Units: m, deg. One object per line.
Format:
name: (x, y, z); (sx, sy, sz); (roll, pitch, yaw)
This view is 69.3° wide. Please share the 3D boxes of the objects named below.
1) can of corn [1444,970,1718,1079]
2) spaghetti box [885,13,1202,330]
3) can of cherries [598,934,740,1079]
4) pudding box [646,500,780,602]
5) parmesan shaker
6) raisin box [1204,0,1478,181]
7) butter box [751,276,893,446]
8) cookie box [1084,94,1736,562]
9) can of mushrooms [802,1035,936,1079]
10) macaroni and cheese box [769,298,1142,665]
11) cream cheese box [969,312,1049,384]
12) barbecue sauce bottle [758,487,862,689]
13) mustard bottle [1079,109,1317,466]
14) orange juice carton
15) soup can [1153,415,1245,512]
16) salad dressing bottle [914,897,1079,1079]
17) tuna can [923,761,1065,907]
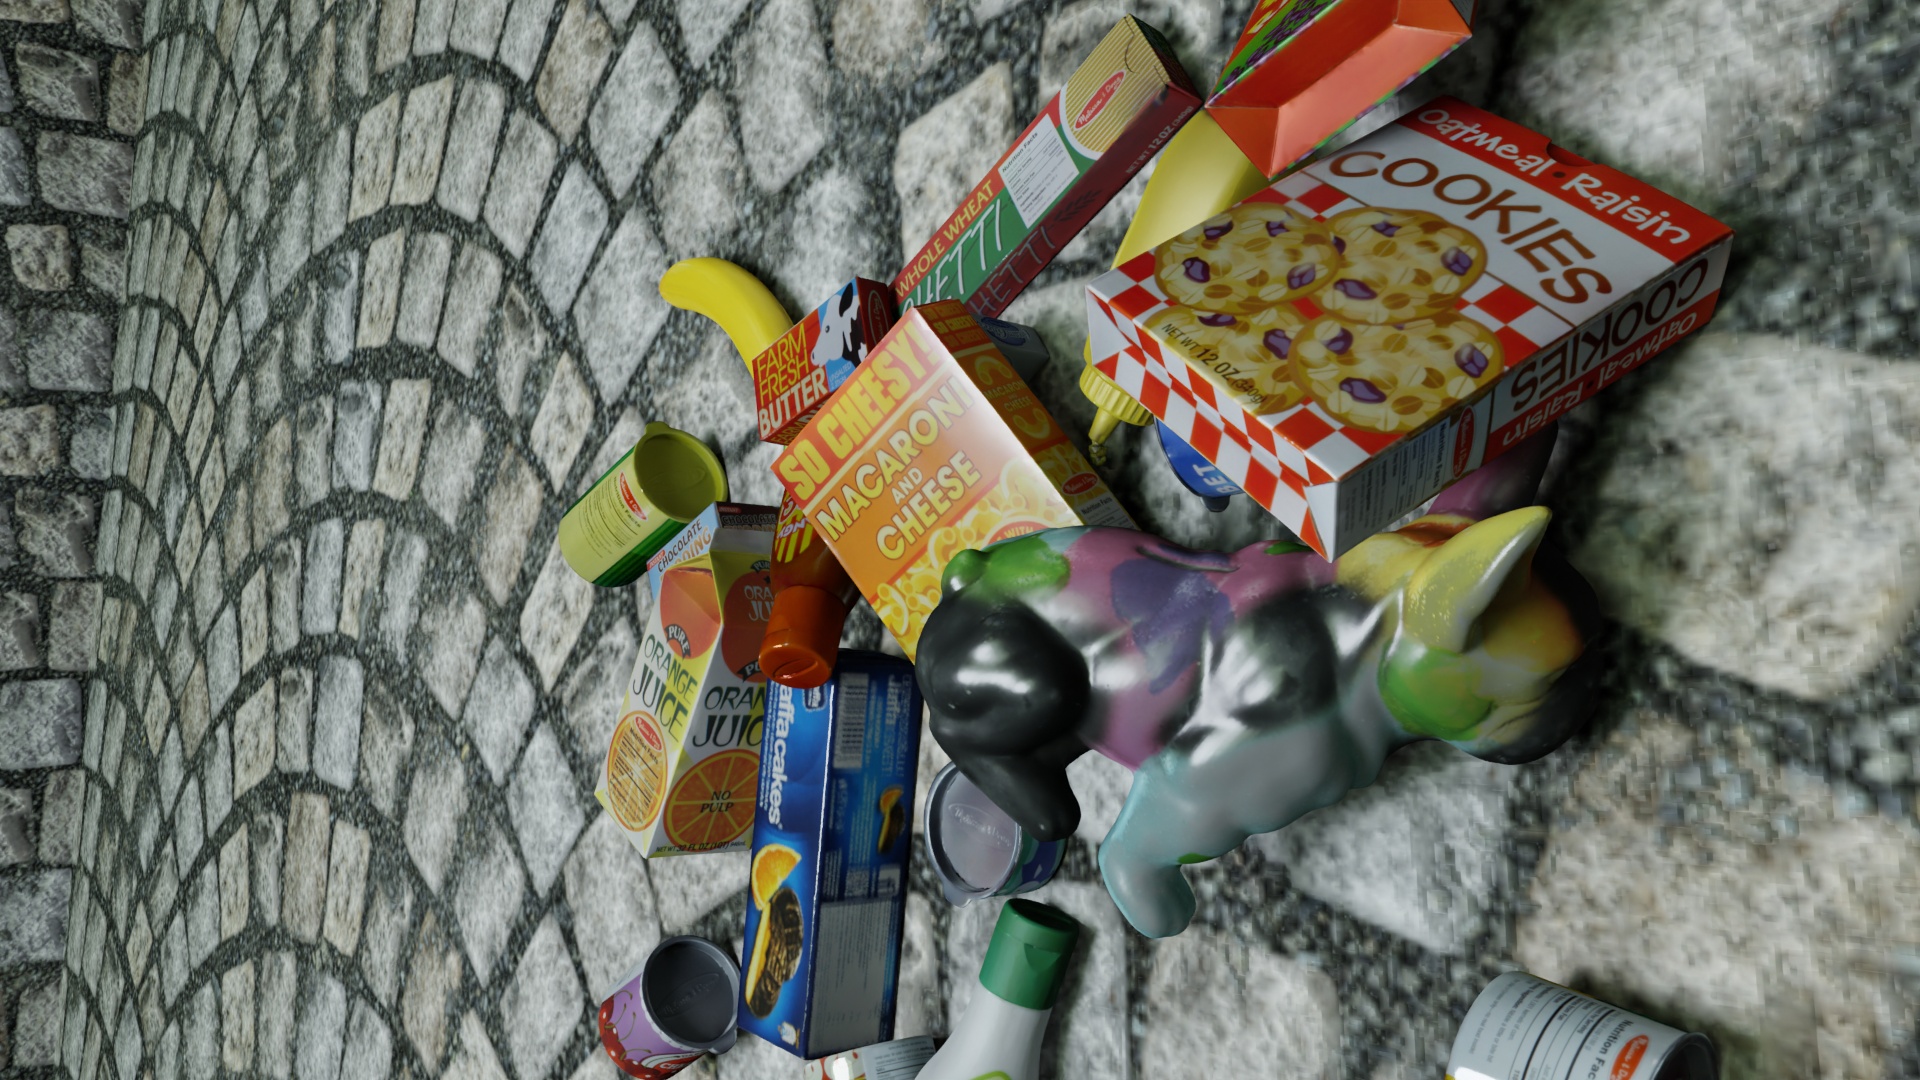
can of corn: (0.194, 0.178, 0.435); (0.058, 0.071, 0.071); (10, 92, 48)
spaghetti box: (0.018, -0.150, 0.695); (0.249, 0.029, 0.050); (-42, 56, 35)
can of cherries: (-0.167, 0.274, 0.807); (0.058, 0.071, 0.072); (-43, 56, 35)
pudding box: (-0.145, 0.009, 0.833); (0.083, 0.050, 0.030); (-35, 62, 39)
parmesan shaker: (-0.205, -0.022, 0.889); (0.102, 0.071, 0.071); (-33, 62, 40)
raisin box: (0.144, -0.194, 0.508); (0.085, 0.040, 0.124); (-33, 20, 41)
butter box: (-0.074, -0.094, 0.745); (0.103, 0.024, 0.053); (-28, 64, 44)
cookie box: (0.145, -0.080, 0.461); (0.123, 0.168, 0.040); (47, 159, 39)
can of mushrooms: (-0.043, 0.265, 0.675); (0.070, 0.071, 0.033); (-34, 60, 39)
macaroni and cheese box: (0.002, -0.008, 0.640); (0.123, 0.040, 0.166); (-43, 79, 34)
cream cheese box: (-0.007, -0.067, 0.692); (0.103, 0.053, 0.024); (-51, 55, 30)
barbecue sauce bottle: (-0.070, 0.006, 0.712); (0.064, 0.043, 0.149); (-23, 40, 32)
mustard bottle: (0.088, -0.100, 0.589); (0.049, 0.065, 0.159); (47, 122, 35)
orange juice carton: (-0.140, 0.082, 0.801); (0.073, 0.072, 0.192); (34, 109, 44)
soup can: (0.128, -0.051, 0.537); (0.083, 0.071, 0.071); (-10, 77, 46)
salad dressing bottle: (0.013, 0.237, 0.627); (0.044, 0.064, 0.147); (-153, 81, -81)
tuna can: (0.016, 0.137, 0.654); (0.071, 0.033, 0.071); (-8, 78, 46)
